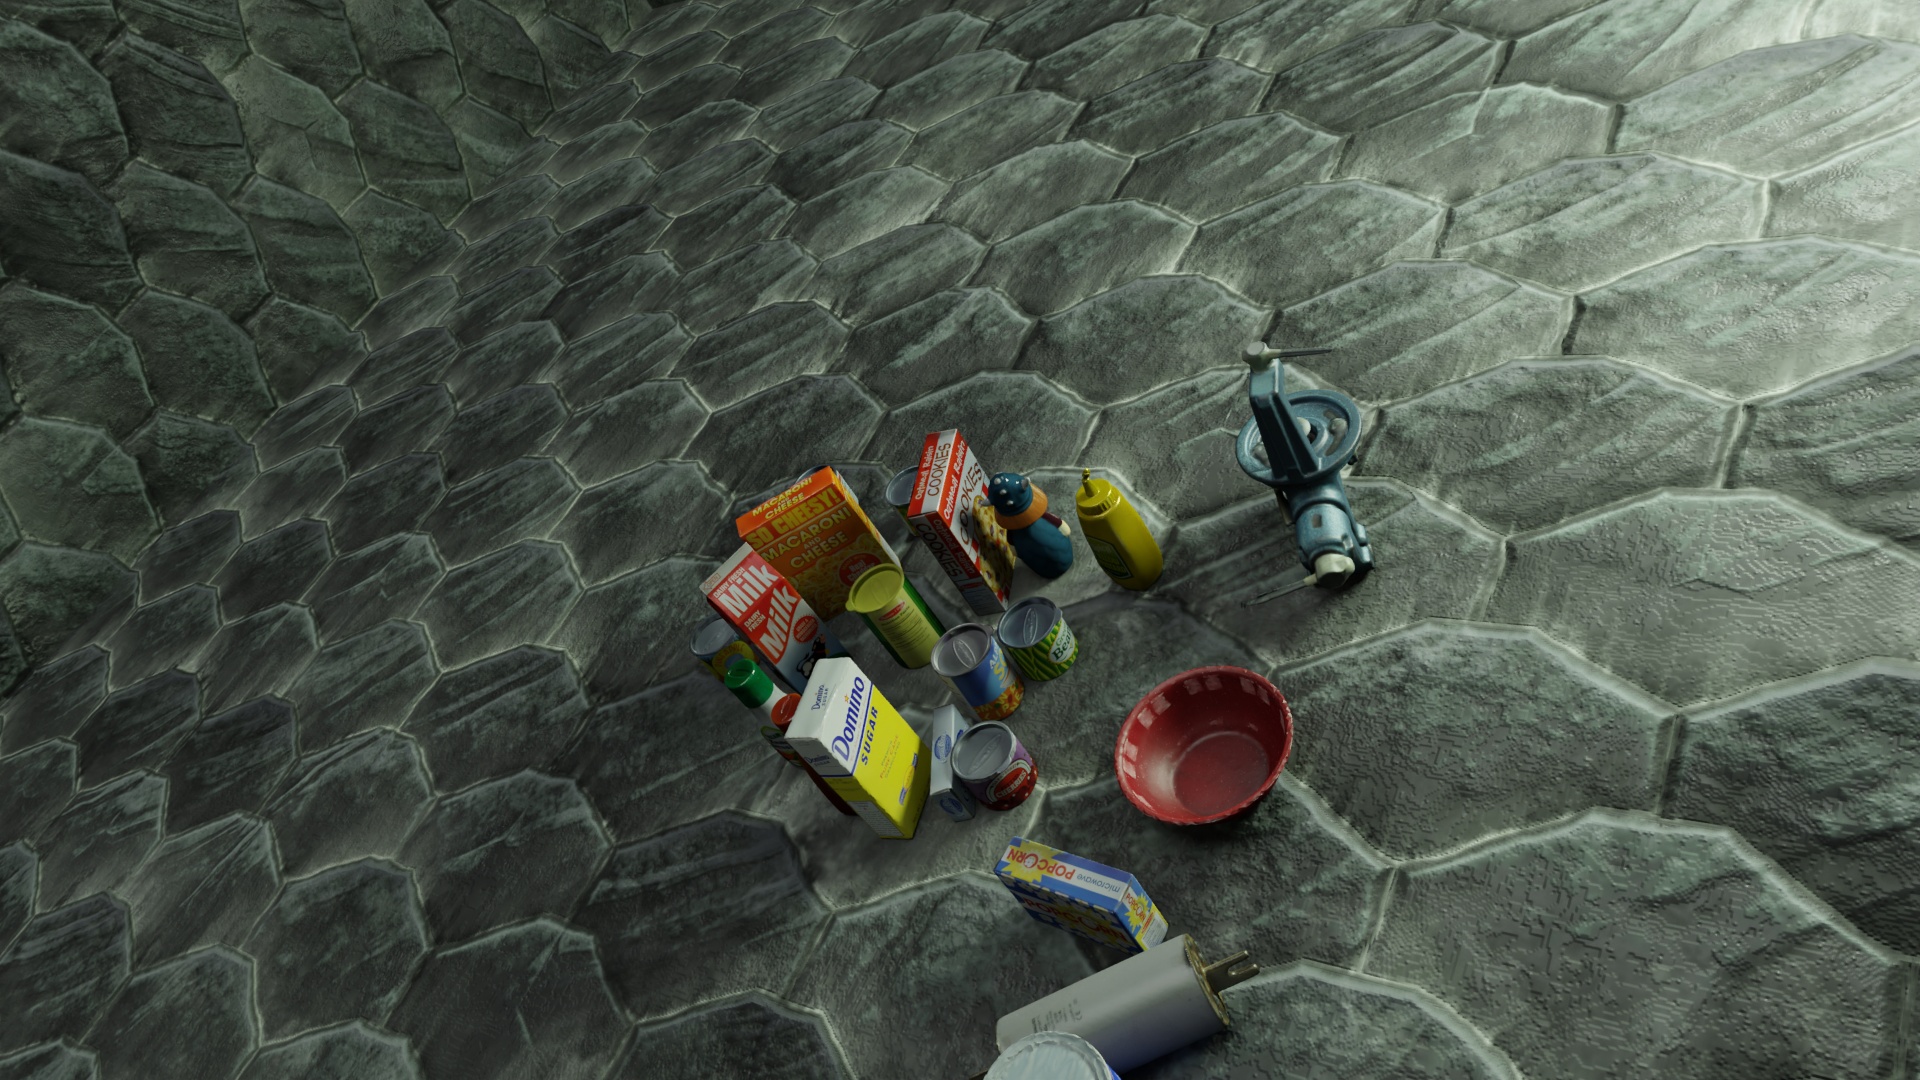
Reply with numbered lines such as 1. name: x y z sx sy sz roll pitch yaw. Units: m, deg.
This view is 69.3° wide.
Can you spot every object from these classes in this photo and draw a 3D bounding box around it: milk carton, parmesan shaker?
1. milk carton: -0.206 0.086 1.512 0.072 0.190 0.073 -46 40 -14
2. parmesan shaker: -0.068 0.083 1.488 0.071 0.102 0.072 -19 41 18

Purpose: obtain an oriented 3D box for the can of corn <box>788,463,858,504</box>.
1. can of corn: -0.171 -0.052 1.736 0.071 0.058 0.071 -19 41 18

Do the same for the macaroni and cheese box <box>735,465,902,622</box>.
1. macaroni and cheese box: -0.158 0.009 1.577 0.123 0.166 0.040 -30 39 5

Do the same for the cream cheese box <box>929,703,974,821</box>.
1. cream cheese box: -0.007 0.215 1.348 0.024 0.053 0.104 -19 41 19

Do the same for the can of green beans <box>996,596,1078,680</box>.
1. can of green beans: 0.079 0.100 1.405 0.071 0.057 0.071 -19 41 18

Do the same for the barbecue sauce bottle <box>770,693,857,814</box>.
1. barbecue sauce bottle: -0.133 0.207 1.369 0.043 0.148 0.065 -9 45 28

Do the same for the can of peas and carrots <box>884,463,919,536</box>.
1. can of peas and carrots: -0.045 -0.048 1.643 0.071 0.058 0.071 -19 41 18

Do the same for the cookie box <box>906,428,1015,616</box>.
1. cookie box: 0.005 -0.019 1.491 0.040 0.167 0.123 -13 43 25

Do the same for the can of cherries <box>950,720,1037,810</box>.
1. can of cherries: 0.033 0.215 1.316 0.071 0.058 0.072 -19 41 18

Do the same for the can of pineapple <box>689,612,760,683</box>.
1. can of pineapple: -0.273 0.126 1.623 0.071 0.057 0.071 -19 41 18

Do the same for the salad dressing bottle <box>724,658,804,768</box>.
1. salad dressing bottle: -0.190 0.179 1.438 0.064 0.147 0.044 -3 48 33

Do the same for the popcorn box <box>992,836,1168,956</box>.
1. popcorn box: 0.101 0.299 1.162 0.126 0.085 0.038 9 55 40

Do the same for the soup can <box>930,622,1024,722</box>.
1. soup can: 0.020 0.132 1.391 0.071 0.083 0.072 -19 41 18

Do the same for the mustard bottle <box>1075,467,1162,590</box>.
1. mustard bottle: 0.150 -0.016 1.393 0.065 0.159 0.049 19 62 45
